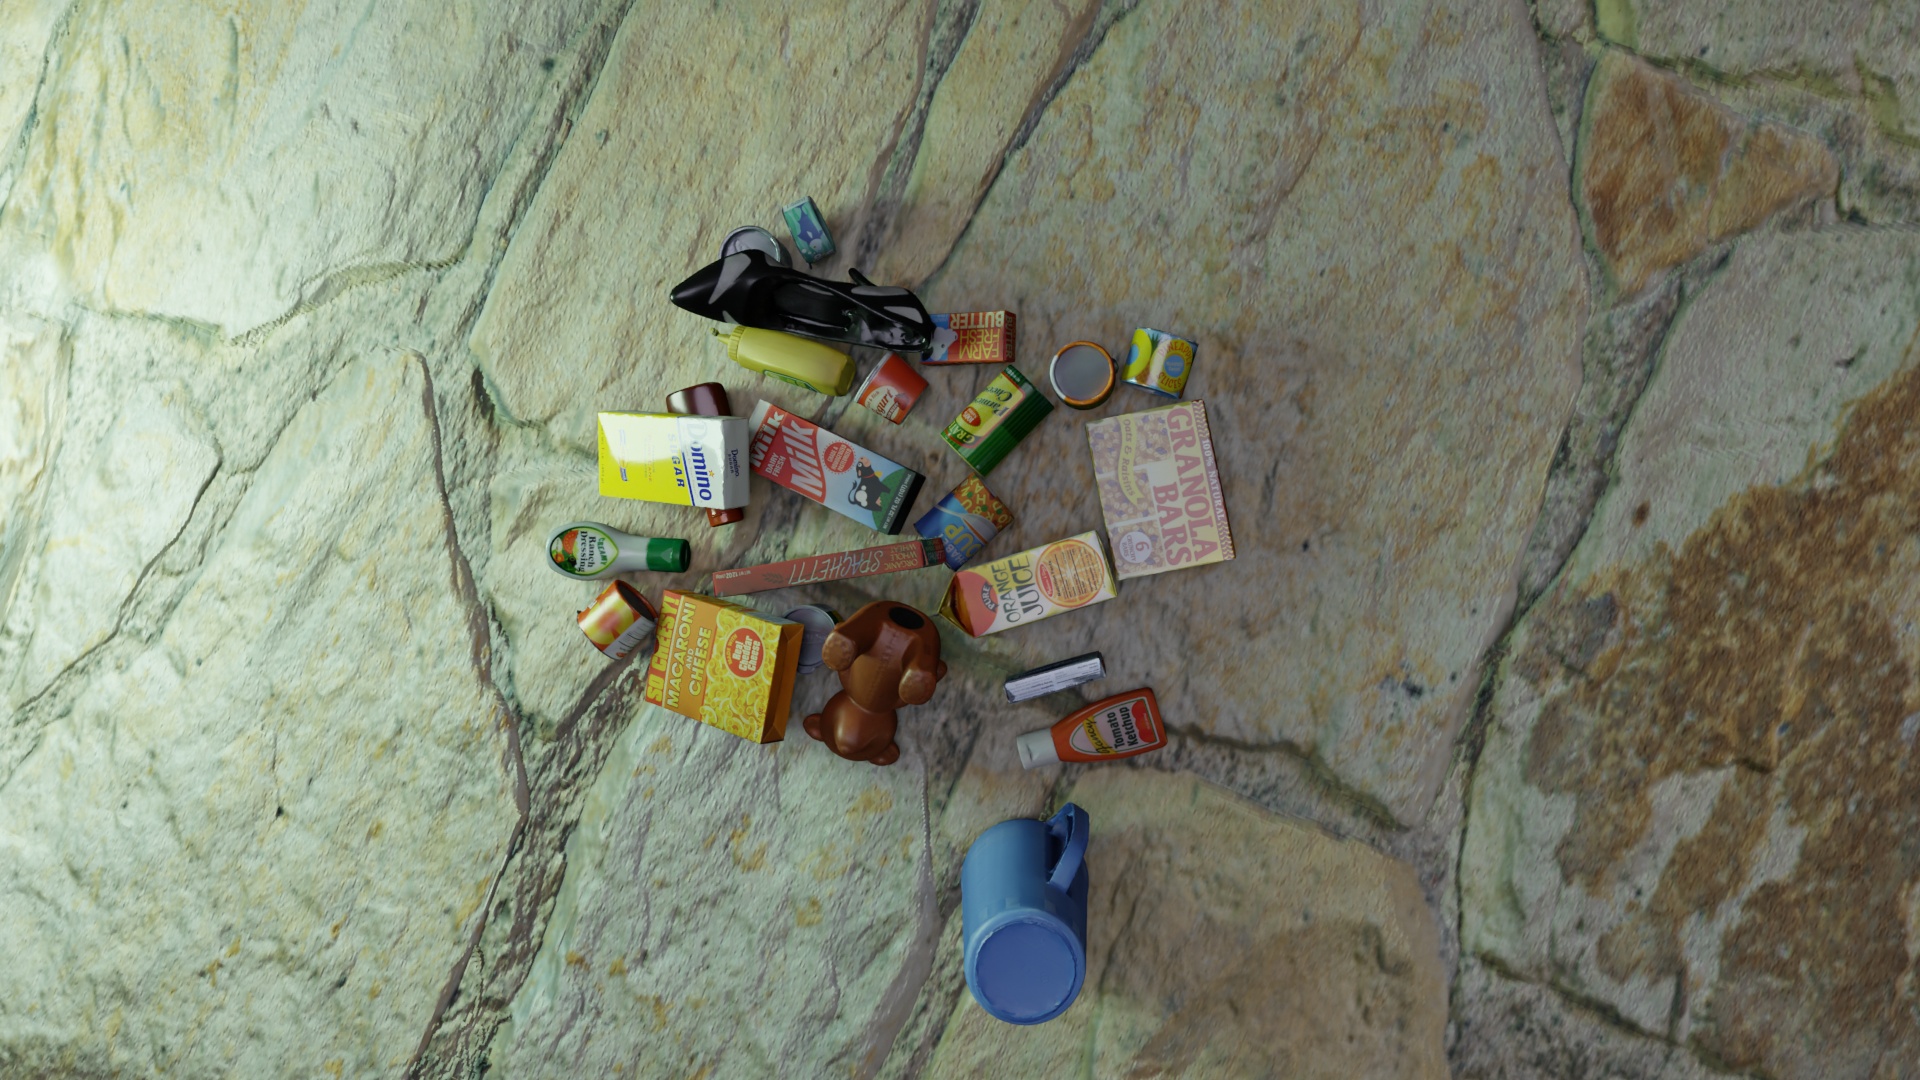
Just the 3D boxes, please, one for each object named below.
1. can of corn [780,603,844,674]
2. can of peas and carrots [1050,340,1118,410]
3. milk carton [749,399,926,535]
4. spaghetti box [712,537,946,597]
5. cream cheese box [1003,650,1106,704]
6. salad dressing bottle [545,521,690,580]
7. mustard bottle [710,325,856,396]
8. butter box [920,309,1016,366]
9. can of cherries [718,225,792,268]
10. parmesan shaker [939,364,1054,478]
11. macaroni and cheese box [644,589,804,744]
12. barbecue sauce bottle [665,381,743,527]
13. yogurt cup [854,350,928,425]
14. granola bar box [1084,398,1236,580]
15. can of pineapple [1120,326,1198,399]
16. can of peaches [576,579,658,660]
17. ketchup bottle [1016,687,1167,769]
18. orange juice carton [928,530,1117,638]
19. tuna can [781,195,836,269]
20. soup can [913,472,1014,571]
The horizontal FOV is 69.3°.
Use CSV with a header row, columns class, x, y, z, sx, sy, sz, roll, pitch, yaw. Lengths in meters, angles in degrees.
class,x,y,z,sx,sy,sz,roll,pitch,yaw
can of corn,-0.156,0.102,1.450,0.071,0.058,0.071,0,90,6
can of peas and carrots,0.128,-0.169,1.420,0.071,0.059,0.071,0,90,7
milk carton,-0.139,-0.076,1.442,0.191,0.073,0.072,26,92,6
spaghetti box,-0.136,0.028,1.418,0.250,0.050,0.028,-9,89,24
cream cheese box,0.097,0.140,1.423,0.104,0.053,0.024,-17,90,6
salad dressing bottle,-0.364,0.013,1.482,0.148,0.044,0.064,2,89,6
mustard bottle,-0.191,-0.194,1.457,0.160,0.065,0.049,18,86,12
butter box,0.007,-0.208,1.432,0.103,0.024,0.053,2,90,30
can of cherries,-0.217,-0.291,1.461,0.071,0.058,0.071,0,91,6
parmesan shaker,0.037,-0.124,1.428,0.071,0.071,0.103,45,94,5
macaroni and cheese box,-0.246,0.127,1.433,0.166,0.040,0.123,13,95,32
barbecue sauce bottle,-0.265,-0.090,1.472,0.065,0.044,0.148,-15,89,19
yogurt cup,-0.069,-0.156,1.441,0.054,0.072,0.072,36,94,-2
granola bar box,0.204,-0.051,1.420,0.124,0.039,0.165,-11,88,7
can of pineapple,0.202,-0.179,1.406,0.071,0.071,0.058,17,93,6
can of peaches,-0.363,0.082,1.470,0.058,0.071,0.071,-42,85,5
ketchup bottle,0.133,0.199,1.423,0.149,0.043,0.064,-16,88,7
orange juice carton,0.059,0.050,1.419,0.193,0.072,0.073,-17,88,6
tuna can,-0.157,-0.322,1.451,0.033,0.071,0.071,-24,87,6
soup can,0.005,-0.018,1.427,0.083,0.071,0.071,-41,85,5
